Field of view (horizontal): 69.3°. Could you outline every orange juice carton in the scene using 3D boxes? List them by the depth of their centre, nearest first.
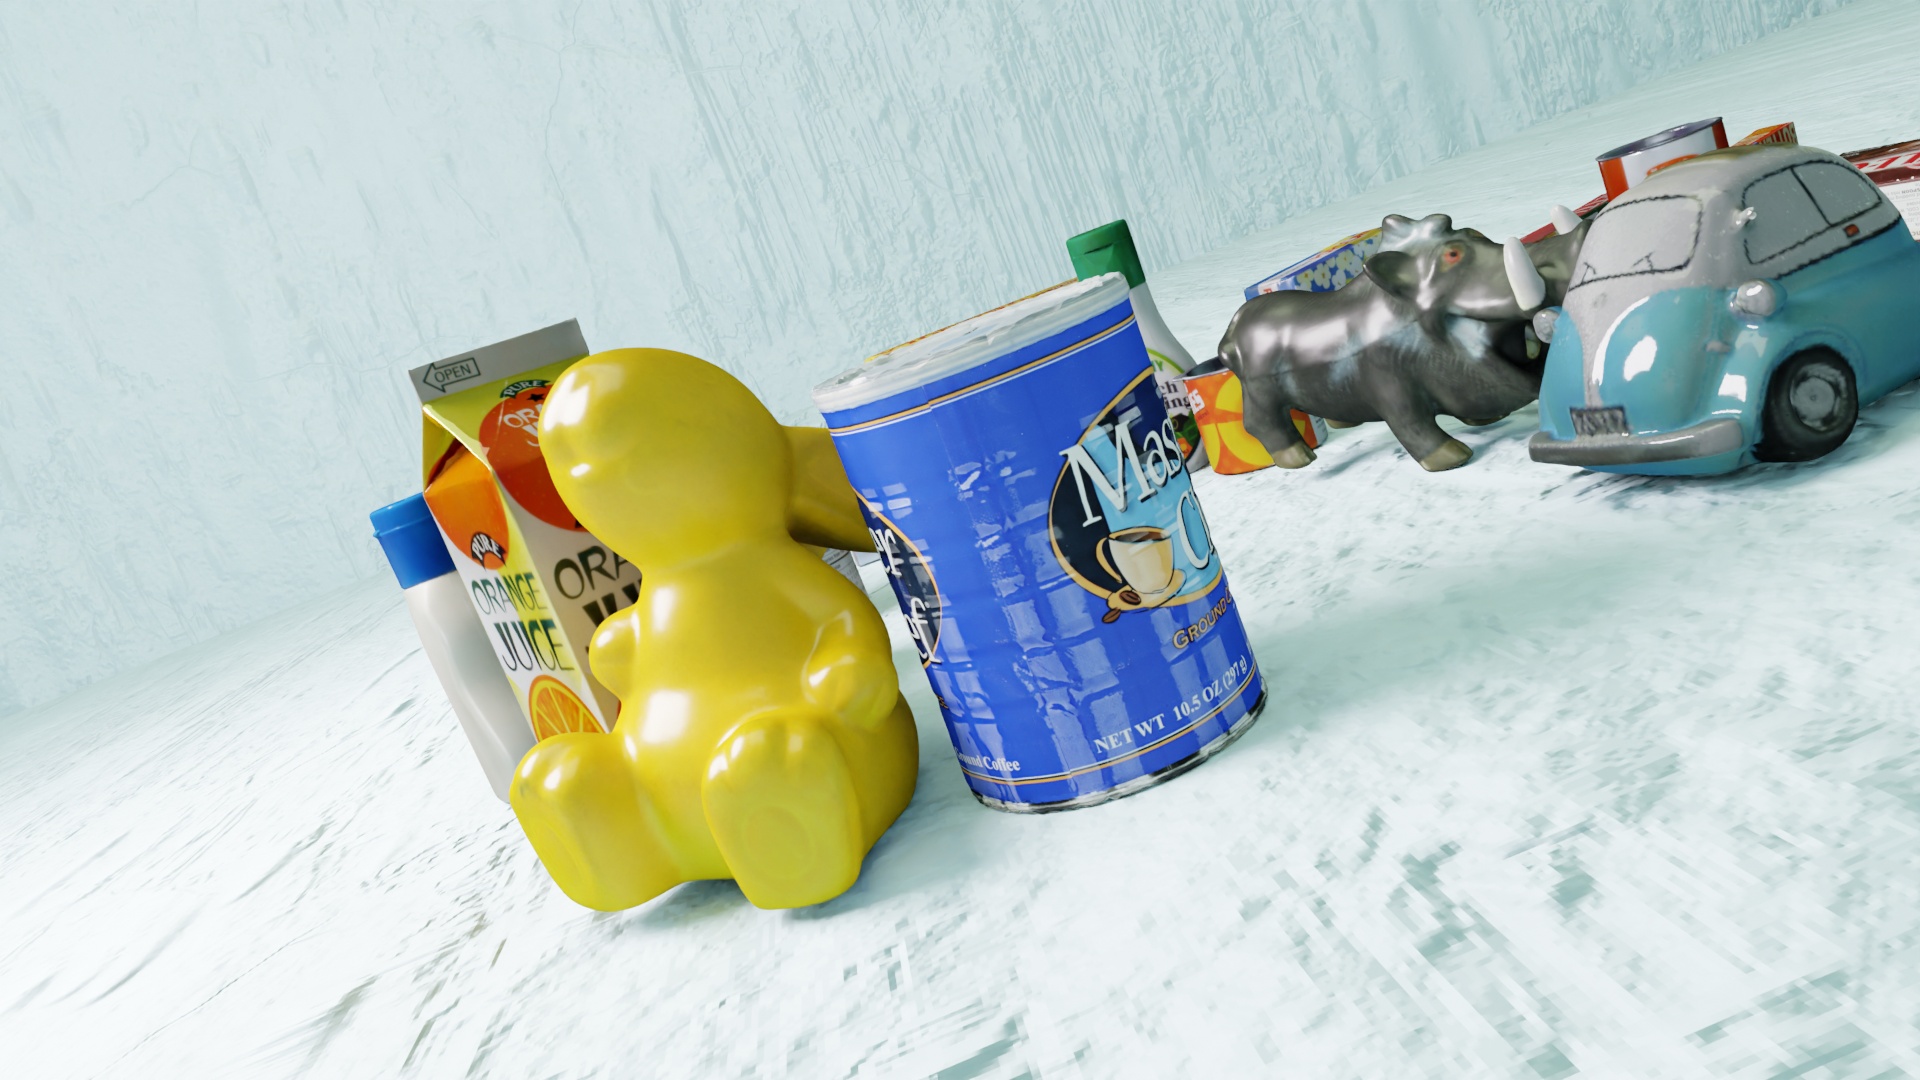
[{"bbox_3d":[-0.137,0.015,0.527,0.072,0.192,0.073,-29,13,-38],"label":"orange juice carton"}]

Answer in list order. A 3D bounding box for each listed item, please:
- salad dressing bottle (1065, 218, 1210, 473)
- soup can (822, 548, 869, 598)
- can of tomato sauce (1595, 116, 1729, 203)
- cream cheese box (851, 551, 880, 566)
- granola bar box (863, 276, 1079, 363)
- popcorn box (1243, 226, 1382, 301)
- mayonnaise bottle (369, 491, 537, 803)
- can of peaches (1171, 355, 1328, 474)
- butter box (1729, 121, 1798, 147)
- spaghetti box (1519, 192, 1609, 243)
[{"bbox_3d":[0.101,-0.108,0.795,0.064,0.147,0.044,-18,11,16],"label":"salad dressing bottle"},{"bbox_3d":[-0.094,0.012,0.745,0.071,0.083,0.071,-20,11,4],"label":"soup can"},{"bbox_3d":[0.410,-0.191,0.795,0.071,0.083,0.071,-20,11,4],"label":"can of tomato sauce"},{"bbox_3d":[-0.028,-0.027,0.887,0.104,0.053,0.024,-21,11,-1],"label":"cream cheese box"},{"bbox_3d":[0.043,-0.081,0.834,0.166,0.124,0.039,-22,11,-8],"label":"granola bar box"},{"bbox_3d":[0.231,-0.133,0.840,0.127,0.085,0.038,-30,14,-39],"label":"popcorn box"},{"bbox_3d":[-0.225,0.048,0.643,0.041,0.147,0.064,-27,12,-27],"label":"mayonnaise bottle"},{"bbox_3d":[0.158,-0.073,0.757,0.071,0.058,0.071,-20,11,4],"label":"can of peaches"},{"bbox_3d":[0.503,-0.227,0.877,0.104,0.053,0.024,-30,13,-38],"label":"butter box"},{"bbox_3d":[0.413,-0.193,0.886,0.251,0.050,0.028,-29,13,-35],"label":"spaghetti box"}]
